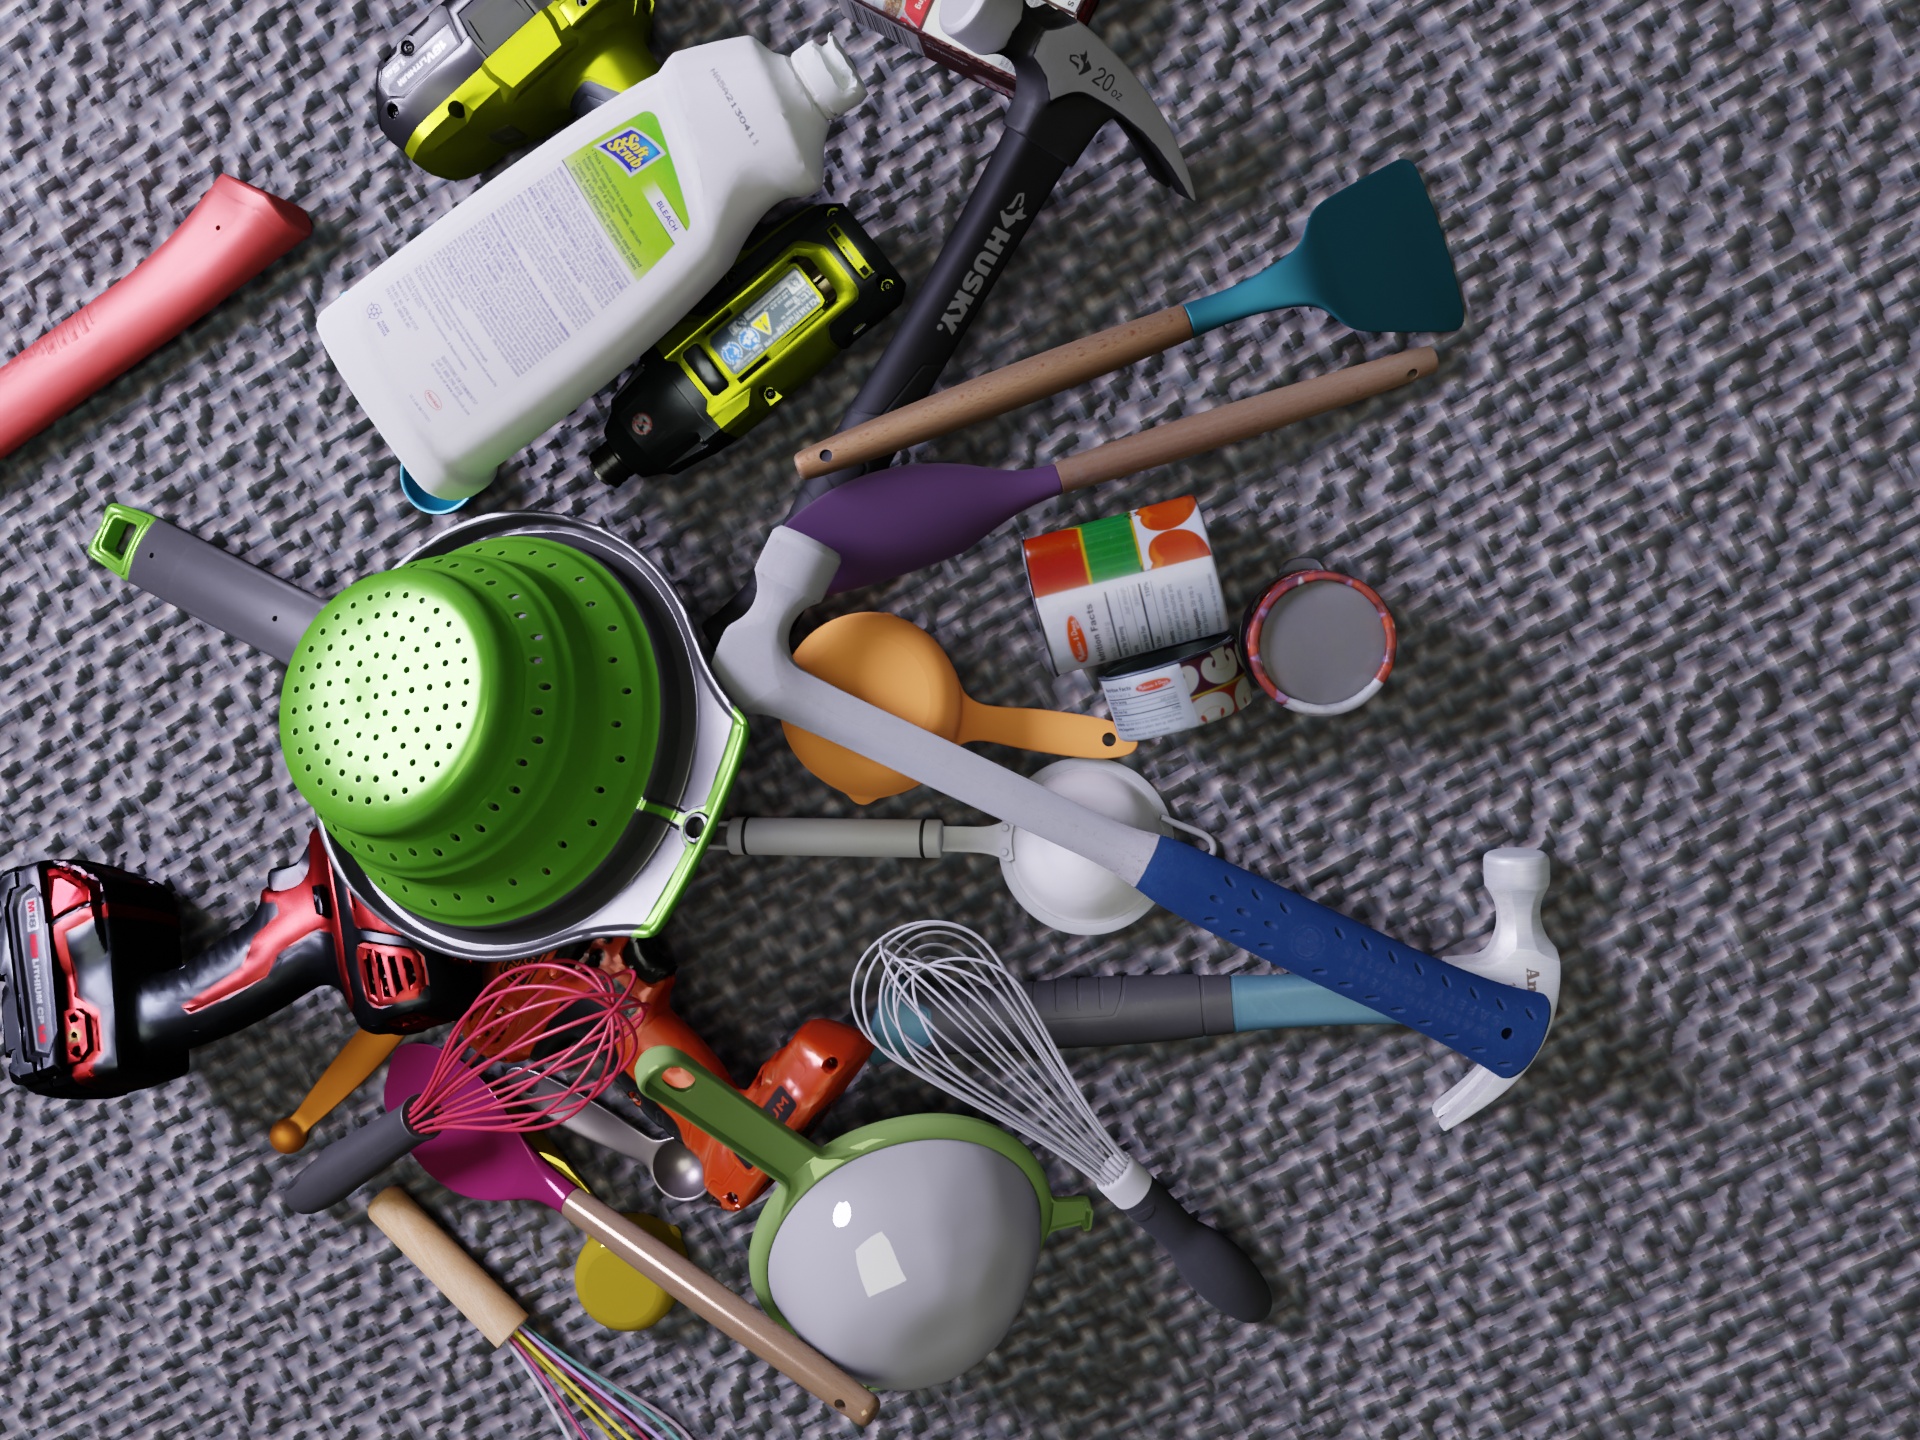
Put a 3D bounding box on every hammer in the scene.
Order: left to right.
[{"bbox_3d":[-0.475,-0.152,0.806,0.359,0.037,0.149,-31,92,9],"label":"hammer"},{"bbox_3d":[-0.023,-0.155,0.732,0.146,0.035,0.334,17,113,-39],"label":"hammer"},{"bbox_3d":[0.071,0.064,0.713,0.405,0.035,0.144,25,91,-2],"label":"hammer"},{"bbox_3d":[0.118,0.137,0.770,0.331,0.033,0.128,-5,94,7],"label":"hammer"}]

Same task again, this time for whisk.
[{"bbox_3d":[-0.248,0.184,0.762,0.296,0.073,0.073,-33,91,33],"label":"whisk"},{"bbox_3d":[-0.218,0.335,0.826,0.245,0.047,0.051,43,87,5],"label":"whisk"},{"bbox_3d":[0.055,0.197,0.749,0.070,0.070,0.284,-41,107,9],"label":"whisk"}]

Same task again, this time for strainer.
[{"bbox_3d":[-0.051,0.232,0.720,0.151,0.069,0.256,-40,123,6],"label":"strainer"},{"bbox_3d":[-0.006,0.059,0.774,0.258,0.050,0.087,0,80,10],"label":"strainer"}]

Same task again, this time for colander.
[{"bbox_3d":[-0.287,-0.032,0.712,0.397,0.094,0.204,24,88,23],"label":"colander"}]

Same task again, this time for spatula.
[{"bbox_3d":[0.069,-0.121,0.734,0.316,0.018,0.059,-17,132,-1],"label":"spatula"},{"bbox_3d":[0.076,-0.167,0.715,0.317,0.044,0.082,-20,95,0],"label":"spatula"}]

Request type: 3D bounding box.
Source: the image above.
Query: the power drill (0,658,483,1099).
[{"bbox_3d":[-0.351,0.080,0.787,0.226,0.080,0.188,-17,74,7],"label":"power drill"}]

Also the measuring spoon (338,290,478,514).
[{"bbox_3d":[-0.276,-0.159,0.797,0.042,0.021,0.129,-31,83,8],"label":"measuring spoon"}]

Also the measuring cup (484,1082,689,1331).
[{"bbox_3d":[-0.204,0.249,0.818,0.062,0.029,0.156,-42,92,9],"label":"measuring cup"}]

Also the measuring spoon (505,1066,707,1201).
[{"bbox_3d":[-0.180,0.208,0.823,0.124,0.018,0.034,25,100,10],"label":"measuring spoon"}]

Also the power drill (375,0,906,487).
[{"bbox_3d":[-0.158,-0.234,0.744,0.171,0.080,0.223,-38,94,8],"label":"power drill"}]

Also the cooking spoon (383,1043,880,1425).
[{"bbox_3d":[-0.169,0.246,0.770,0.319,0.017,0.068,25,106,25],"label":"cooking spoon"}]

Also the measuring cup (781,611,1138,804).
[{"bbox_3d":[-0.001,-0.002,0.752,0.173,0.052,0.095,8,85,4],"label":"measuring cup"}]

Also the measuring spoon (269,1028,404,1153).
[{"bbox_3d":[-0.324,0.186,0.835,0.021,0.011,0.117,44,98,1],"label":"measuring spoon"}]
